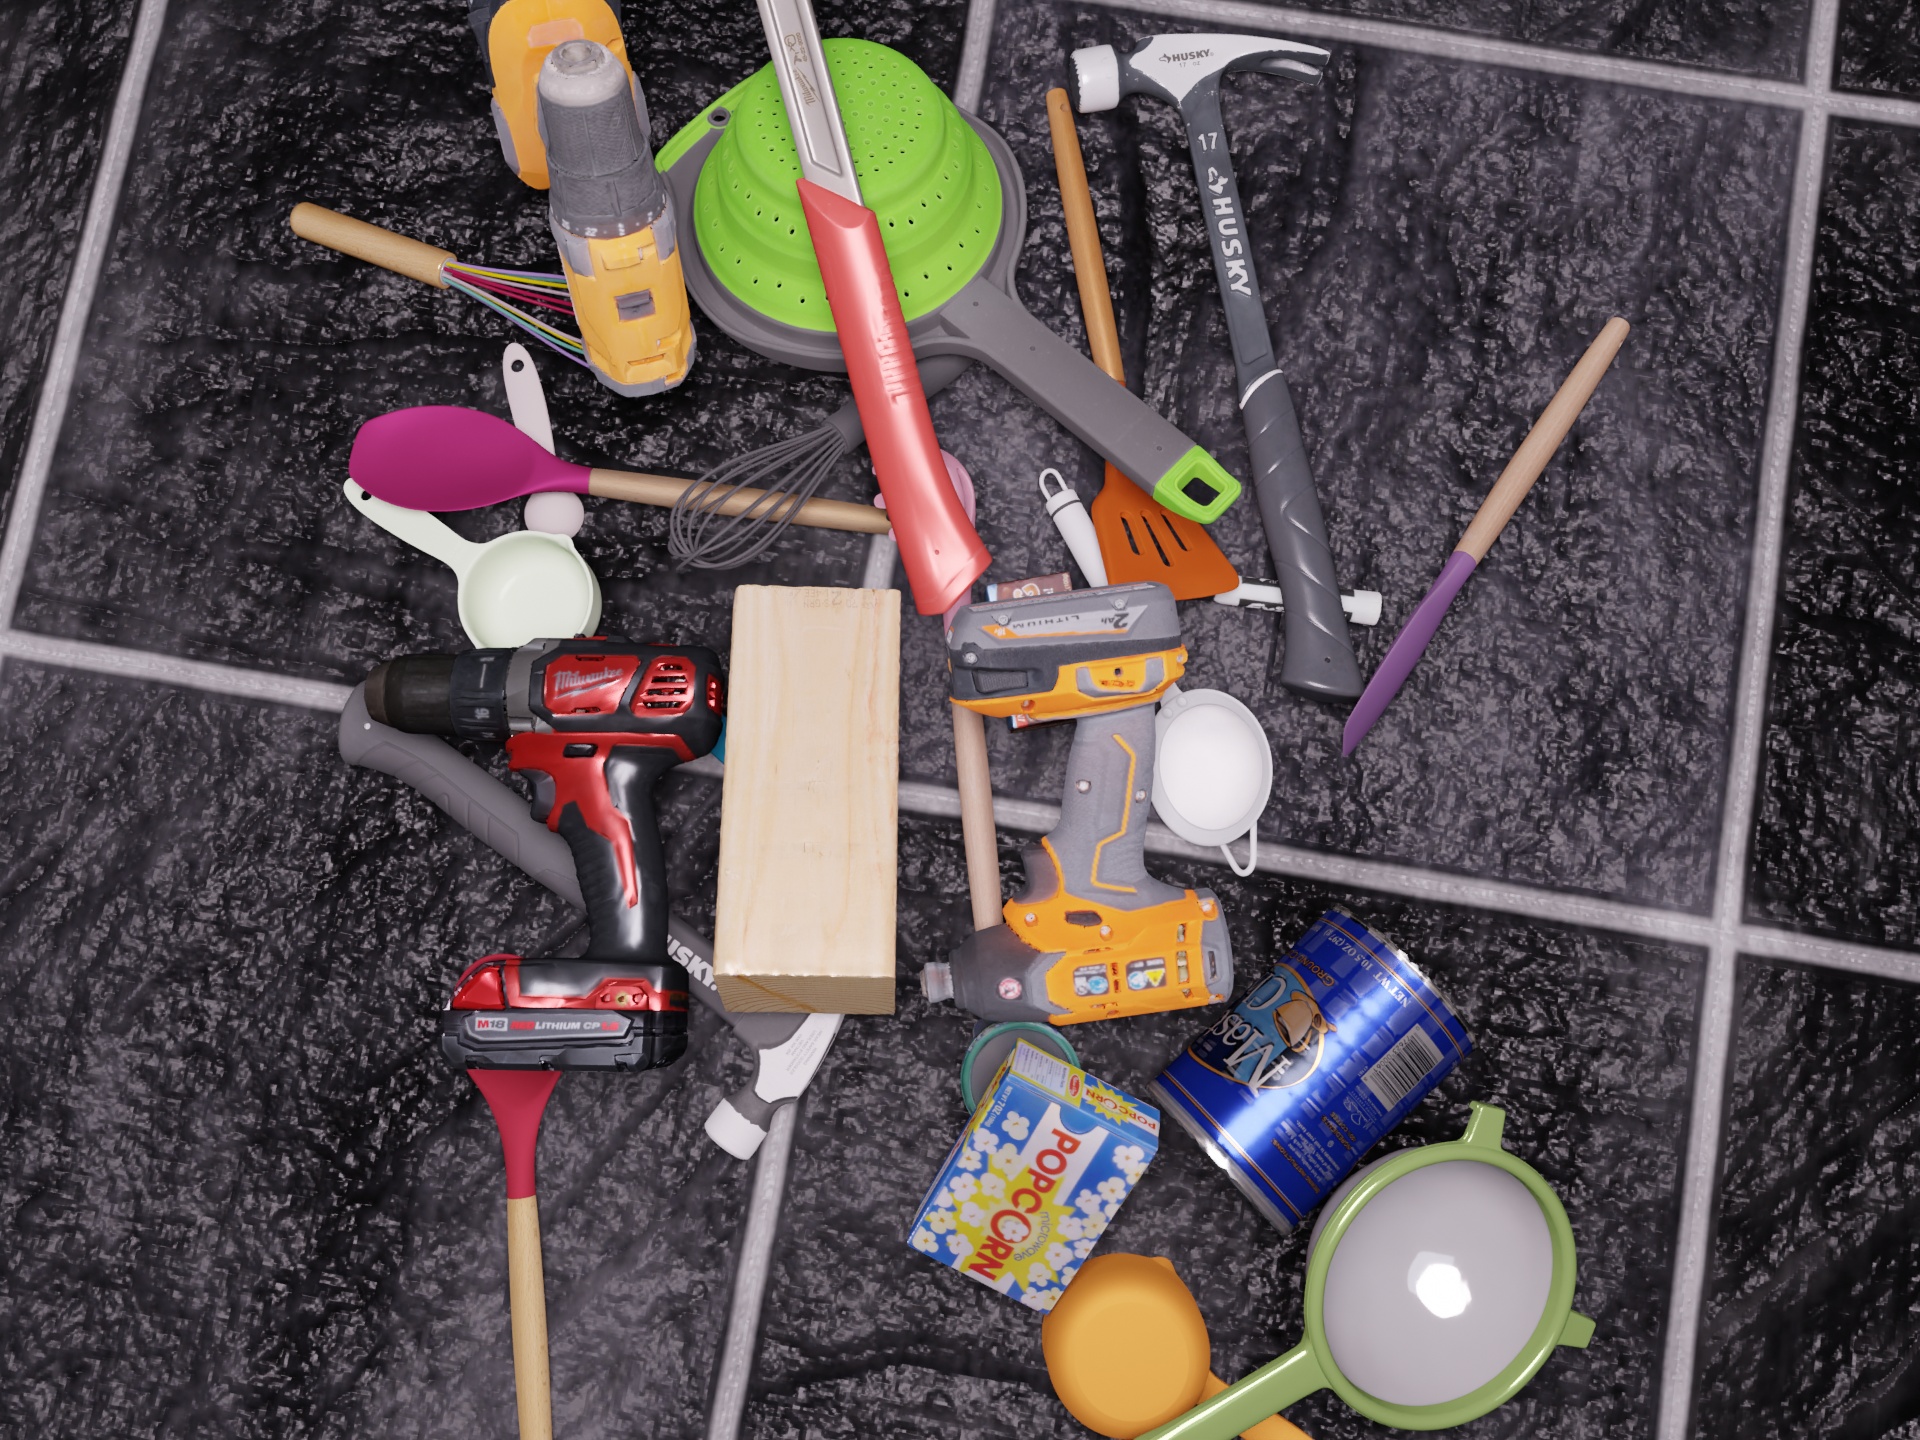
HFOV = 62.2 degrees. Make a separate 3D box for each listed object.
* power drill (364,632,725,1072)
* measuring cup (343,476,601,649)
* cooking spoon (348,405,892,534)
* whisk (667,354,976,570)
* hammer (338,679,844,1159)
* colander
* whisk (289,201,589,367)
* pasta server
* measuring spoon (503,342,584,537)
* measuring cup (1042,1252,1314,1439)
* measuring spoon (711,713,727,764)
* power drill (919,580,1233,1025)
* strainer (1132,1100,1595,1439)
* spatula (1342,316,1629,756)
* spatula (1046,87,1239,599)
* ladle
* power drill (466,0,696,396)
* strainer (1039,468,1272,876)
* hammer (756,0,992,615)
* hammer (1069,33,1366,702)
[{"bbox_3d":[-0.222,0.065,0.829,0.188,0.080,0.227,1,79,1],"label":"power drill"},{"bbox_3d":[-0.278,-0.089,0.906,0.167,0.038,0.083,32,84,9],"label":"measuring cup"},{"bbox_3d":[-0.184,-0.132,0.904,0.319,0.017,0.069,7,68,-3],"label":"cooking spoon"},{"bbox_3d":[-0.069,-0.158,0.891,0.239,0.055,0.055,-40,84,-19],"label":"whisk"},{"bbox_3d":[-0.206,0.084,0.881,0.335,0.035,0.146,36,85,5],"label":"hammer"},{"bbox_3d":[-0.004,-0.251,0.857,0.397,0.094,0.204,41,74,14],"label":"colander"},{"bbox_3d":[-0.278,-0.258,0.924,0.245,0.047,0.051,21,85,7],"label":"whisk"},{"bbox_3d":[-0.001,-0.003,0.886,0.040,0.060,0.316,-7,89,45],"label":"pasta server"},{"bbox_3d":[-0.248,-0.163,0.922,0.034,0.018,0.124,-15,82,-1],"label":"measuring spoon"},{"bbox_3d":[0.123,0.351,0.830,0.173,0.052,0.095,31,84,7],"label":"measuring cup"},{"bbox_3d":[-0.125,0.020,0.893,0.128,0.021,0.042,45,85,5],"label":"measuring spoon"},{"bbox_3d":[0.049,0.049,0.832,0.164,0.084,0.226,-8,98,-2],"label":"power drill"},{"bbox_3d":[0.190,0.306,0.819,0.256,0.069,0.151,-28,102,-7],"label":"strainer"},{"bbox_3d":[0.293,-0.107,0.884,0.018,0.059,0.316,29,74,24],"label":"spatula"},{"bbox_3d":[0.087,-0.219,0.913,0.081,0.041,0.323,-6,80,-21],"label":"spatula"},{"bbox_3d":[-0.235,0.284,0.859,0.069,0.031,0.315,-6,84,9],"label":"ladle"},{"bbox_3d":[-0.197,-0.308,0.828,0.084,0.185,0.226,-16,57,-10],"label":"power drill"},{"bbox_3d":[0.109,-0.034,0.889,0.087,0.050,0.258,-38,74,40],"label":"strainer"},{"bbox_3d":[-0.062,-0.227,0.809,0.149,0.037,0.359,-12,104,13],"label":"hammer"},{"bbox_3d":[0.171,-0.207,0.903,0.149,0.036,0.409,-10,79,-2],"label":"hammer"}]
